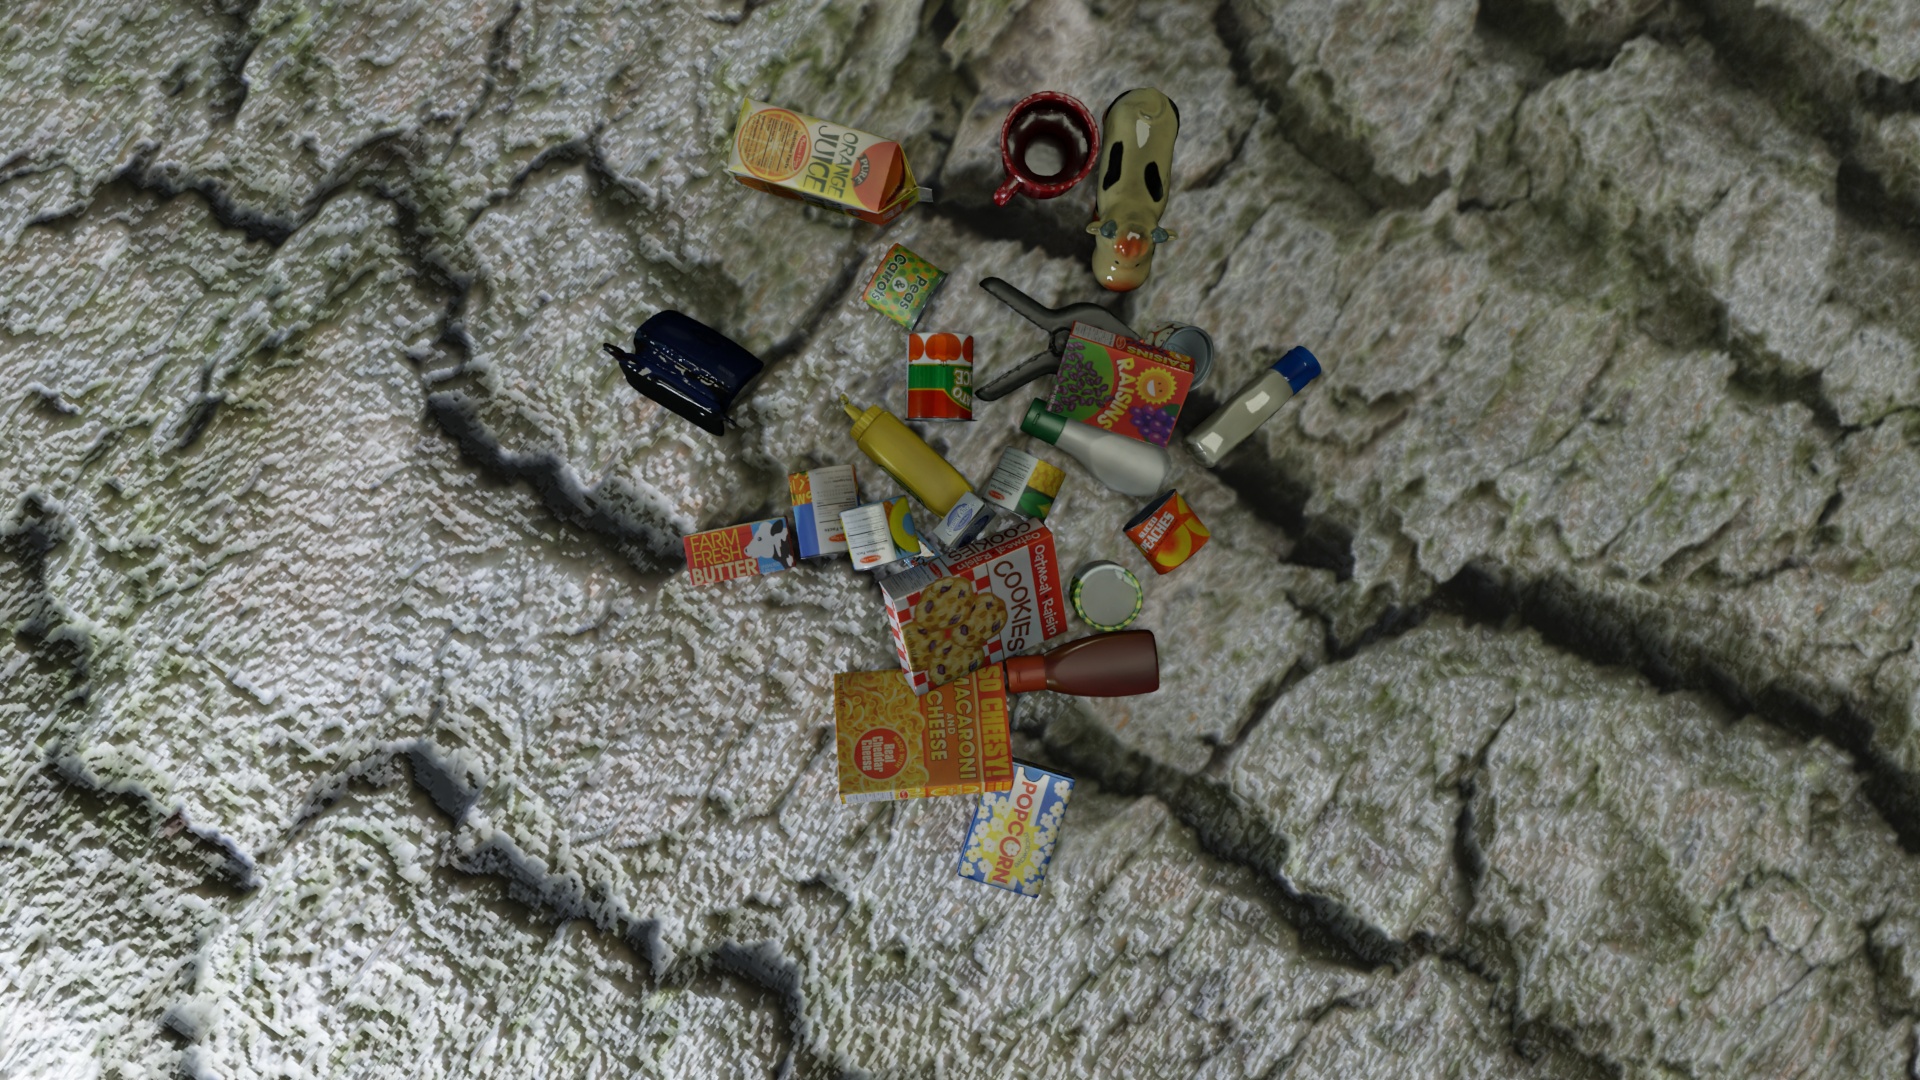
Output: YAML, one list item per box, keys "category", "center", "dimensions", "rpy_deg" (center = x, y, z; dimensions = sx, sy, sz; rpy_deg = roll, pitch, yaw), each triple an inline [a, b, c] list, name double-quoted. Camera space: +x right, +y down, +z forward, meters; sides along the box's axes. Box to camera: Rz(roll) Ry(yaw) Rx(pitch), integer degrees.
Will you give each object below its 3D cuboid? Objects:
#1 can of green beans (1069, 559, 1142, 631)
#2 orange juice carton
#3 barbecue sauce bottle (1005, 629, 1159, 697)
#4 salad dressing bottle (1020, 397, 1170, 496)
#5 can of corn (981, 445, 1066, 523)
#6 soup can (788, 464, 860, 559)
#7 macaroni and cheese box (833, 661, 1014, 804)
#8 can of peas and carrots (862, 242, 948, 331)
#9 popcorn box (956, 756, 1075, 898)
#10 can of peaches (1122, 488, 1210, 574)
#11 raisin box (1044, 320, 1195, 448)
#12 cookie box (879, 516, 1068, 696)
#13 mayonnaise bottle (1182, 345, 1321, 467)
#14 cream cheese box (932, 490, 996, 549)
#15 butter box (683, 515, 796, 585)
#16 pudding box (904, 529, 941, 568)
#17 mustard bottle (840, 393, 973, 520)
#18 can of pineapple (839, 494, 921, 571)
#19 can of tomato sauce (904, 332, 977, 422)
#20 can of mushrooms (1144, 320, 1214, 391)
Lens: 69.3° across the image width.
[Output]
- category: "can of green beans"
  center: [0.143, 0.054, 1.367]
  dimensions: [0.071, 0.058, 0.071]
  rpy_deg: [0, 93, -2]
- category: "orange juice carton"
  center: [-0.119, -0.357, 1.334]
  dimensions: [0.193, 0.072, 0.073]
  rpy_deg: [16, 92, -2]
- category: "barbecue sauce bottle"
  center: [0.120, 0.126, 1.377]
  dimensions: [0.149, 0.044, 0.065]
  rpy_deg: [-6, 93, -1]
- category: "salad dressing bottle"
  center: [0.132, -0.094, 1.368]
  dimensions: [0.148, 0.044, 0.064]
  rpy_deg: [26, 101, -2]
- category: "can of corn"
  center: [0.064, -0.053, 1.358]
  dimensions: [0.071, 0.071, 0.058]
  rpy_deg: [25, 91, -3]
- category: "soup can"
  center: [-0.130, -0.027, 1.351]
  dimensions: [0.071, 0.071, 0.083]
  rpy_deg: [-9, 90, -1]
- category: "macaroni and cheese box"
  center: [-0.037, 0.186, 1.352]
  dimensions: [0.166, 0.040, 0.124]
  rpy_deg: [-4, 64, -2]
- category: "can of peas and carrots"
  center: [-0.054, -0.245, 1.341]
  dimensions: [0.059, 0.071, 0.071]
  rpy_deg: [32, 92, -3]
- category: "popcorn box"
  center: [0.054, 0.283, 1.384]
  dimensions: [0.085, 0.038, 0.126]
  rpy_deg: [17, 92, -1]
- category: "can of peaches"
  center: [0.202, -0.007, 1.360]
  dimensions: [0.071, 0.071, 0.058]
  rpy_deg: [-39, 95, 0]
- category: "raisin box"
  center: [0.152, -0.148, 1.326]
  dimensions: [0.123, 0.040, 0.085]
  rpy_deg: [18, 121, 2]
- category: "cookie box"
  center: [0.016, 0.062, 1.326]
  dimensions: [0.168, 0.040, 0.122]
  rpy_deg: [-22, 128, -14]
- category: "mayonnaise bottle"
  center: [0.287, -0.132, 1.363]
  dimensions: [0.148, 0.065, 0.041]
  rpy_deg: [-39, 93, -3]
- category: "cream cheese box"
  center: [0.005, -0.017, 1.336]
  dimensions: [0.024, 0.104, 0.053]
  rpy_deg: [40, 91, 8]
- category: "butter box"
  center: [-0.218, 0.010, 1.370]
  dimensions: [0.103, 0.024, 0.053]
  rpy_deg: [-11, 92, -2]
- category: "pudding box"
  center: [-0.055, -0.001, 1.362]
  dimensions: [0.030, 0.049, 0.083]
  rpy_deg: [-45, 93, -1]
- category: "mustard bottle"
  center: [-0.059, -0.086, 1.354]
  dimensions: [0.160, 0.065, 0.049]
  rpy_deg: [41, 88, 3]
- category: "can of pineapple"
  center: [-0.075, -0.008, 1.304]
  dimensions: [0.071, 0.071, 0.058]
  rpy_deg: [-15, 94, -1]
- category: "can of tomato sauce"
  center: [-0.019, -0.157, 1.348]
  dimensions: [0.071, 0.071, 0.083]
  rpy_deg: [1, 92, -2]
- category: "can of mushrooms"
  center: [0.210, -0.178, 1.358]
  dimensions: [0.071, 0.033, 0.070]
  rpy_deg: [-11, 113, -25]
